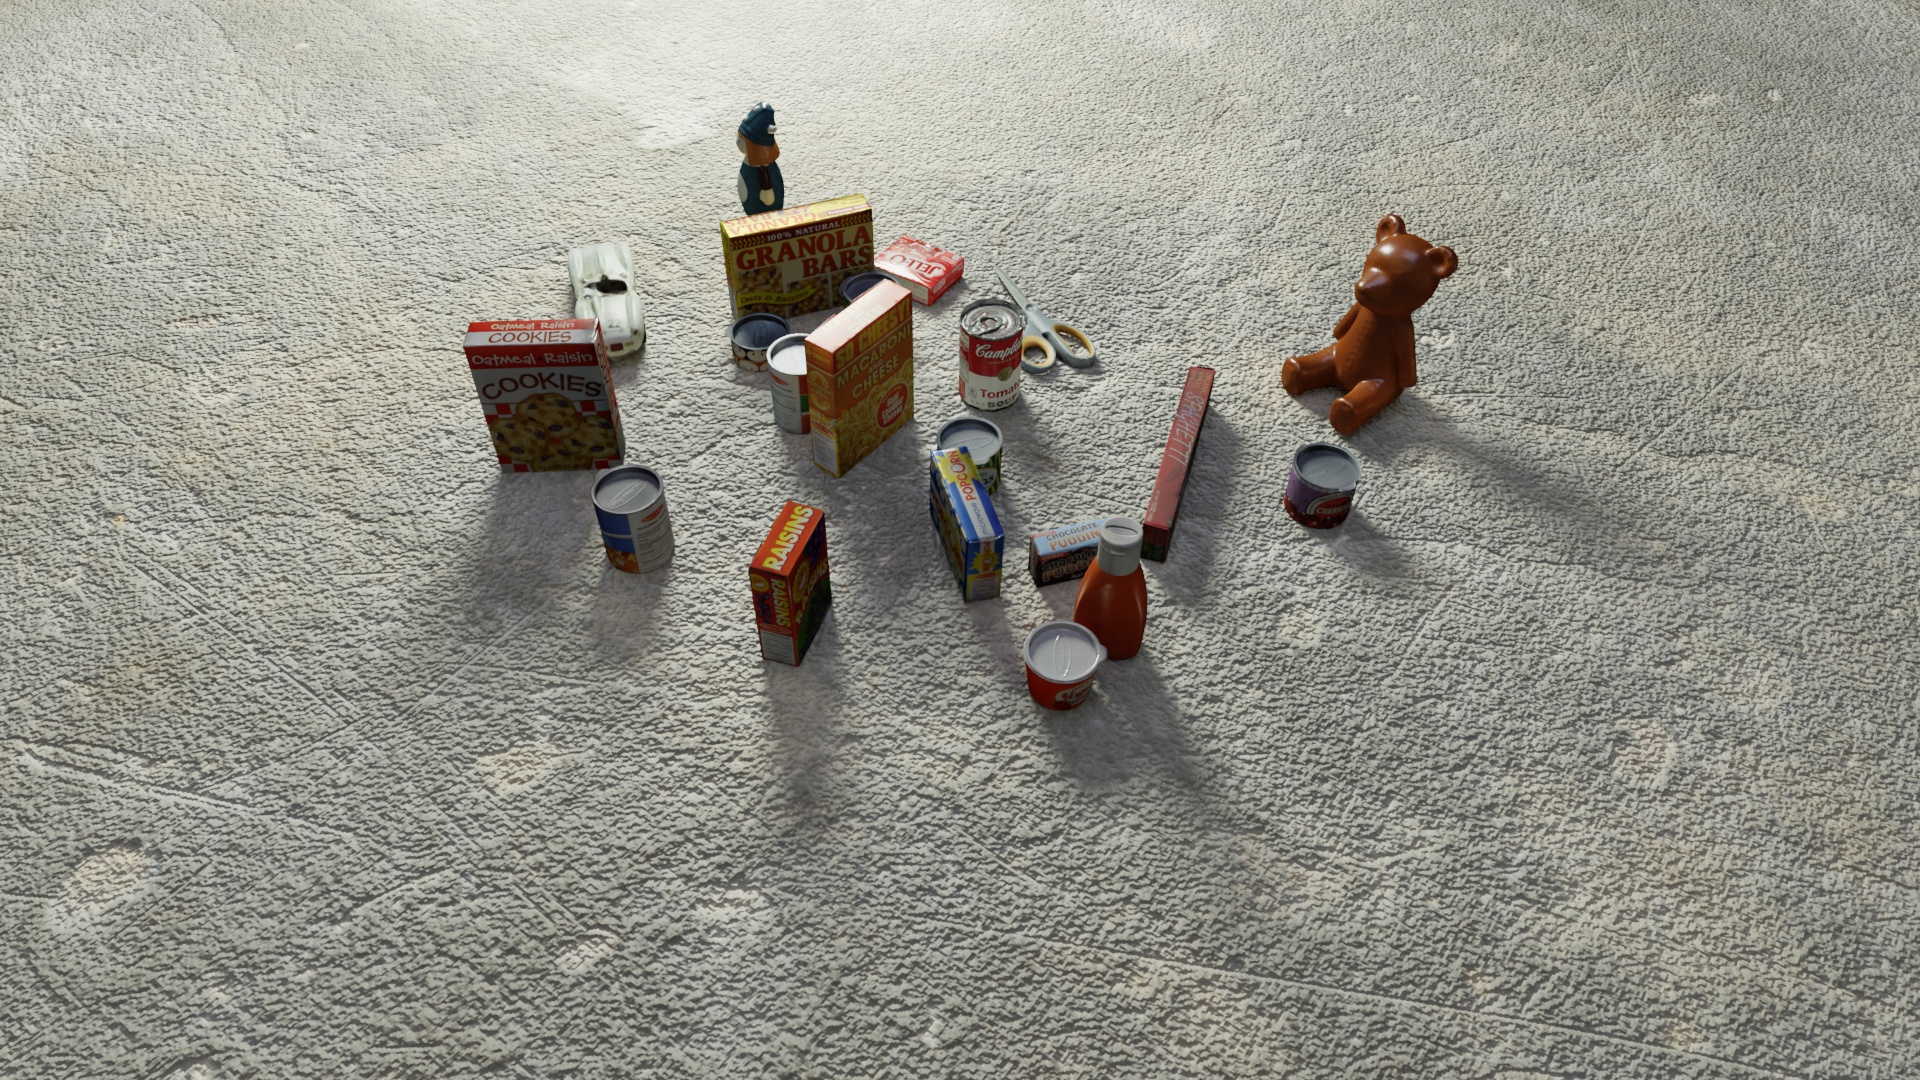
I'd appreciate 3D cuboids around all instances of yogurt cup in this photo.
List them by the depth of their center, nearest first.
[{"bbox_3d":[0.088,0.112,1.215,0.072,0.053,0.073,1,47,-1],"label":"yogurt cup"}]

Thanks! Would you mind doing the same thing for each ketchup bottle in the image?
[{"bbox_3d":[0.134,0.043,1.217,0.065,0.148,0.044,10,47,9],"label":"ketchup bottle"}]

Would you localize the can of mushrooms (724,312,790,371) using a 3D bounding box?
[{"bbox_3d":[-0.223,-0.219,1.534,0.071,0.033,0.071,1,47,-1],"label":"can of mushrooms"}]

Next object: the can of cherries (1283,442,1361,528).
[{"bbox_3d":[0.358,-0.052,1.373,0.071,0.058,0.072,1,47,-1],"label":"can of cherries"}]

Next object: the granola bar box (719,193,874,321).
[{"bbox_3d":[-0.180,-0.314,1.563,0.166,0.123,0.039,-16,49,-16],"label":"granola bar box"}]

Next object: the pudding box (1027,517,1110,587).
[{"bbox_3d":[0.108,0.011,1.314,0.084,0.049,0.030,-12,48,-12],"label":"pudding box"}]

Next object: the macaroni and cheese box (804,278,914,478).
[{"bbox_3d":[-0.100,-0.161,1.392,0.040,0.165,0.124,29,53,24],"label":"macaroni and cheese box"}]

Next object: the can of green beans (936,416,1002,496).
[{"bbox_3d":[0.009,-0.081,1.393,0.071,0.057,0.071,1,47,-1],"label":"can of green beans"}]

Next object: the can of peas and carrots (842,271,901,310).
[{"bbox_3d":[-0.096,-0.257,1.556,0.071,0.058,0.071,1,47,-1],"label":"can of peas and carrots"}]

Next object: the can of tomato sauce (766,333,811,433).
[{"bbox_3d":[-0.163,-0.164,1.449,0.071,0.082,0.071,1,47,-1],"label":"can of tomato sauce"}]

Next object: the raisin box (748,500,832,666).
[{"bbox_3d":[-0.149,0.039,1.231,0.040,0.122,0.086,14,48,12],"label":"raisin box"}]

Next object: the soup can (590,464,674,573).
[{"bbox_3d":[-0.310,-0.021,1.311,0.071,0.083,0.072,1,47,-1],"label":"soup can"}]

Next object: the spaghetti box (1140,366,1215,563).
[{"bbox_3d":[0.221,-0.083,1.404,0.029,0.049,0.251,13,48,11],"label":"spaghetti box"}]

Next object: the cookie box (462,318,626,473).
[{"bbox_3d":[-0.405,-0.141,1.365,0.123,0.166,0.040,-2,47,-3],"label":"cookie box"}]

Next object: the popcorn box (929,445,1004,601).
[{"bbox_3d":[0.005,-0.016,1.313,0.038,0.084,0.127,-12,48,-12],"label":"popcorn box"}]
